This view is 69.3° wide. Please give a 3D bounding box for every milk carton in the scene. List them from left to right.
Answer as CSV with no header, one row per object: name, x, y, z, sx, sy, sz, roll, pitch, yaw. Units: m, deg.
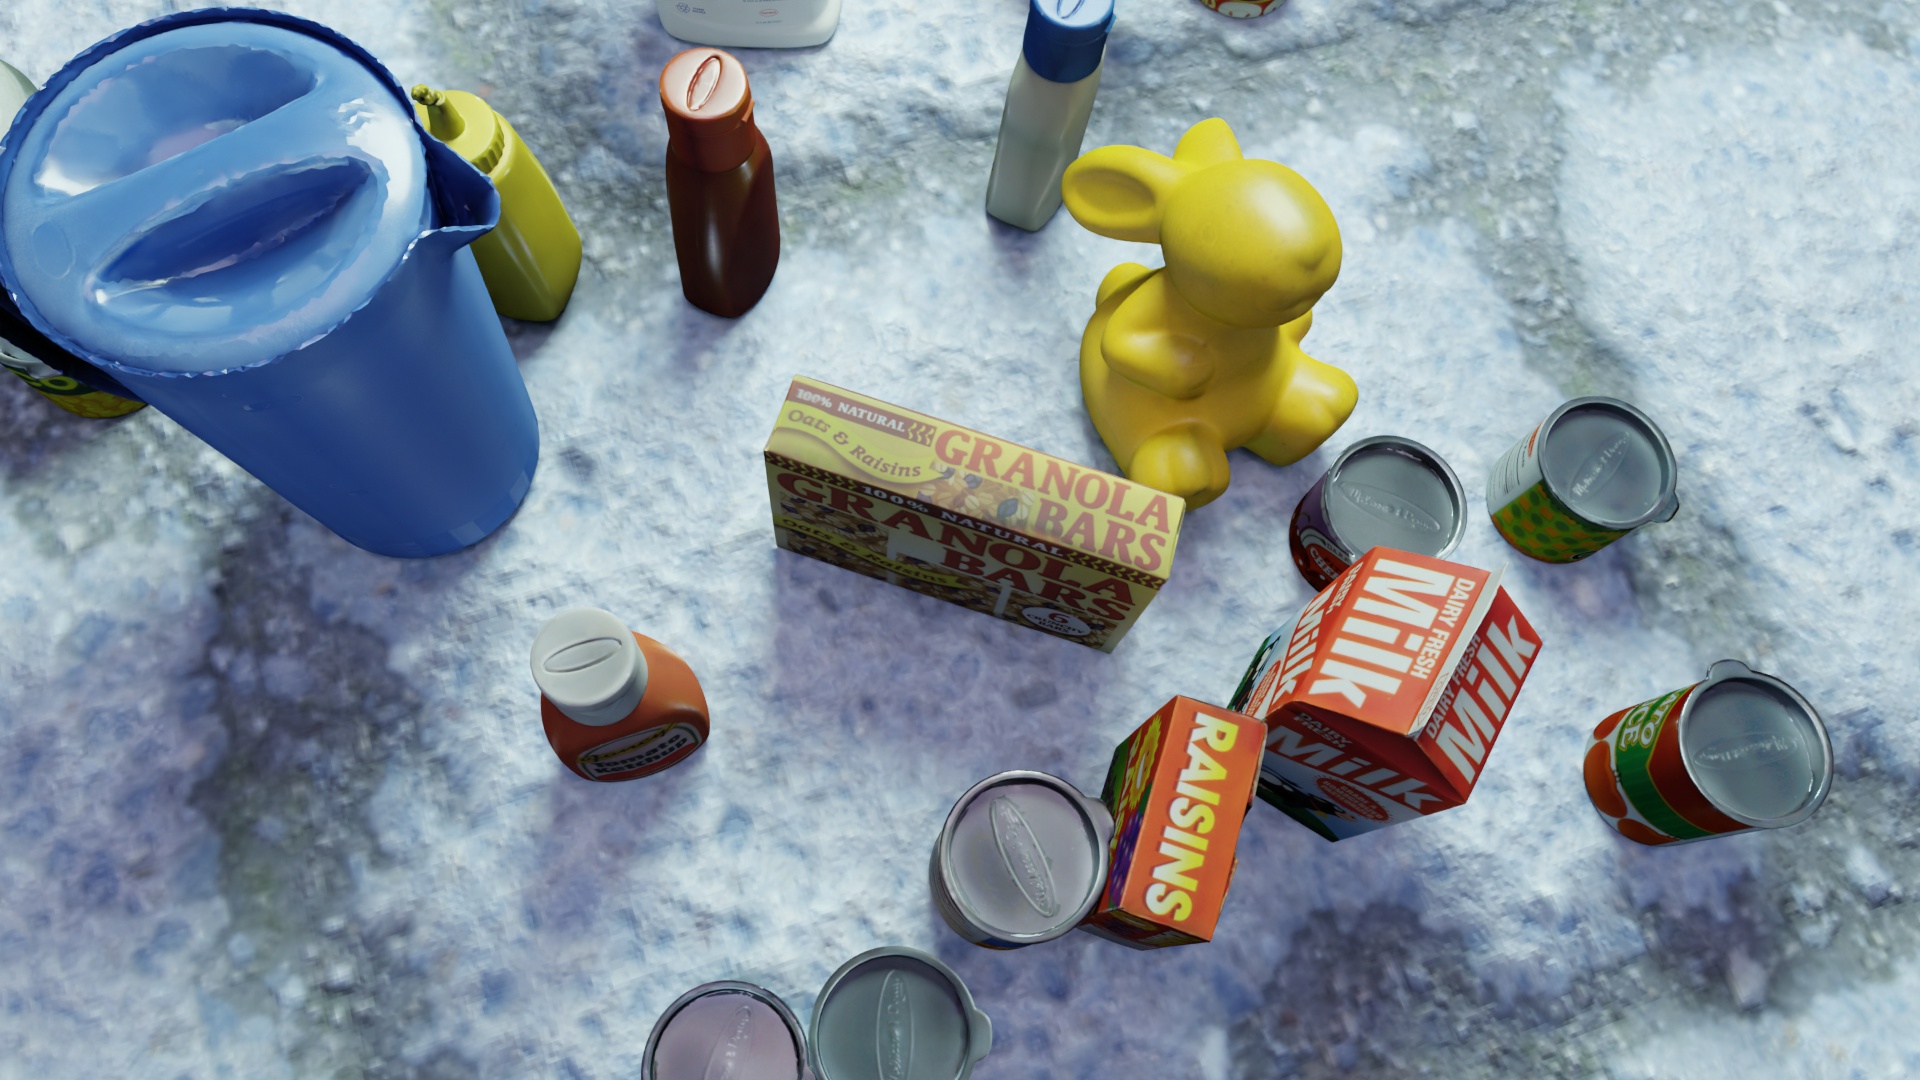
milk carton,0.163,0.063,0.554,0.073,0.190,0.072,31,72,6

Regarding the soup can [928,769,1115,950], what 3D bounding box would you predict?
soup can,0.024,0.133,0.574,0.071,0.083,0.071,1,71,-4

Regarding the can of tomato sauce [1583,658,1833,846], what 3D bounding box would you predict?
can of tomato sauce,0.325,0.096,0.613,0.071,0.083,0.071,1,71,-4

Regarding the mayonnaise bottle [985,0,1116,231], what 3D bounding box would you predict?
mayonnaise bottle,0.042,-0.210,0.659,0.041,0.147,0.065,23,71,3

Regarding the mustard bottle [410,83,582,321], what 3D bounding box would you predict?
mustard bottle,-0.210,-0.152,0.611,0.065,0.159,0.049,16,71,1

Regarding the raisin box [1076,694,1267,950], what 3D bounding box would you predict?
raisin box,0.081,0.119,0.563,0.040,0.123,0.086,19,71,2

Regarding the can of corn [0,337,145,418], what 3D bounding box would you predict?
can of corn,-0.399,-0.094,0.629,0.071,0.058,0.071,1,71,-4

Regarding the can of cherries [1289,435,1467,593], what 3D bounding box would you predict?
can of cherries,0.192,-0.006,0.650,0.071,0.058,0.071,1,71,-4

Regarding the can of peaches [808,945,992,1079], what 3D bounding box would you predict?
can of peaches,-0.025,0.199,0.561,0.071,0.058,0.071,1,71,-4

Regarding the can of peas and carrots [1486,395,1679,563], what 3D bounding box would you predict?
can of peas and carrots,0.298,-0.026,0.665,0.071,0.058,0.071,1,71,-4

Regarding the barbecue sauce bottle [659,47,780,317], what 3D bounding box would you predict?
barbecue sauce bottle,-0.109,-0.161,0.629,0.044,0.148,0.065,19,71,2

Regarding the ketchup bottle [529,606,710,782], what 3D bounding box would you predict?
ketchup bottle,-0.137,0.062,0.551,0.065,0.148,0.043,-19,74,-10

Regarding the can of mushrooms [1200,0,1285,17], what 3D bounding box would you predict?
can of mushrooms,0.155,-0.326,0.769,0.071,0.033,0.071,1,71,-4

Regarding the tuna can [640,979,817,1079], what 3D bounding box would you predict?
tuna can,-0.092,0.214,0.564,0.071,0.032,0.071,1,71,-4

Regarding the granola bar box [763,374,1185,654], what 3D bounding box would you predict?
granola bar box,0.002,-0.008,0.599,0.166,0.123,0.039,18,71,1
